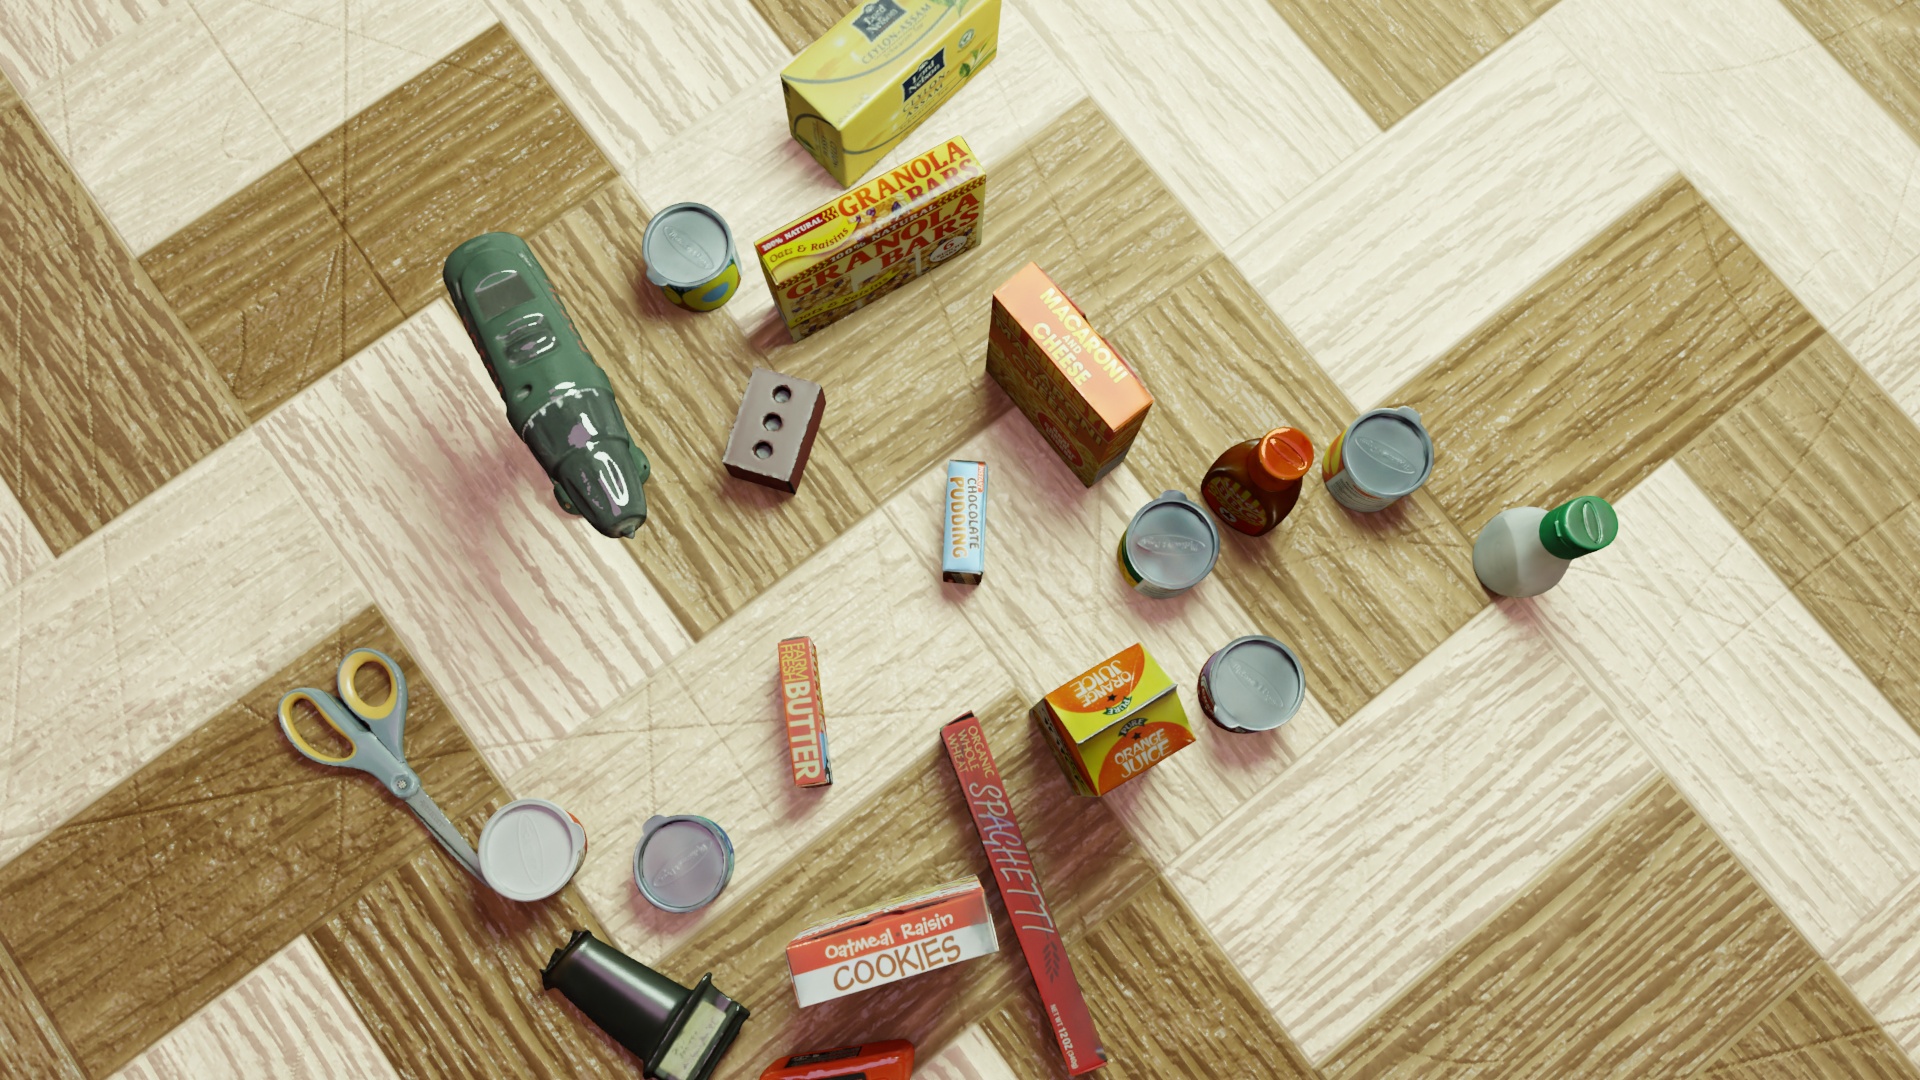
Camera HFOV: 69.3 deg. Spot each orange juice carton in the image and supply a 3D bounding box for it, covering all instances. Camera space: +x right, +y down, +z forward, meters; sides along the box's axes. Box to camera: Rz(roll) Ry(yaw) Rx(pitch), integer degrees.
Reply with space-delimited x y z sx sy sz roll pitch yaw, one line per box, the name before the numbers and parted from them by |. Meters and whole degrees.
orange juice carton | 0.097 0.119 0.910 0.072 0.192 0.073 -28 81 -6

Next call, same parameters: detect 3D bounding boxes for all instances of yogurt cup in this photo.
yogurt cup | -0.290 0.212 0.956 0.072 0.054 0.072 0 79 -1

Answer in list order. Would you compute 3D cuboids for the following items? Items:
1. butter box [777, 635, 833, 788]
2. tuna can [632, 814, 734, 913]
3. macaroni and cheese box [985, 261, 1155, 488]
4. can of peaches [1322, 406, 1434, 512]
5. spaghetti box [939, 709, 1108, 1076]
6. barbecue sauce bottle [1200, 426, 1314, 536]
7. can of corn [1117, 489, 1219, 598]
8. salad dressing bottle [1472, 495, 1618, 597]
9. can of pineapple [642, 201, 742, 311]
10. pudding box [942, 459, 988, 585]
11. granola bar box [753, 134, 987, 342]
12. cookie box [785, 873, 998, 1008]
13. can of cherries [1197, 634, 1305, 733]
butter box | -0.109 0.122 0.977 0.024 0.053 0.103 -8 79 -2
tuna can | -0.193 0.222 0.966 0.071 0.032 0.071 0 79 -1
macaroni and cheese box | 0.072 -0.111 0.969 0.040 0.166 0.124 -39 82 -7
can of peaches | 0.306 -0.060 1.018 0.071 0.058 0.071 0 79 -1
spaghetti box | 0.041 0.239 0.958 0.029 0.050 0.250 -21 80 -5
barbecue sauce bottle | 0.210 -0.044 0.967 0.065 0.148 0.044 42 82 7
can of corn | 0.149 0.004 1.003 0.071 0.058 0.071 0 79 -1
salad dressing bottle | 0.404 0.002 0.962 0.044 0.147 0.064 -8 80 -2
can of pineapple | -0.201 -0.210 1.039 0.071 0.057 0.071 0 79 -1
pudding box | 0.004 -0.013 1.008 0.030 0.049 0.084 3 79 0
granola bar box | -0.063 -0.217 1.009 0.166 0.124 0.039 -29 81 -6
cookie box | -0.042 0.253 0.894 0.123 0.167 0.040 -16 80 -4
can of cherries | 0.202 0.104 0.984 0.071 0.058 0.071 0 79 -1
